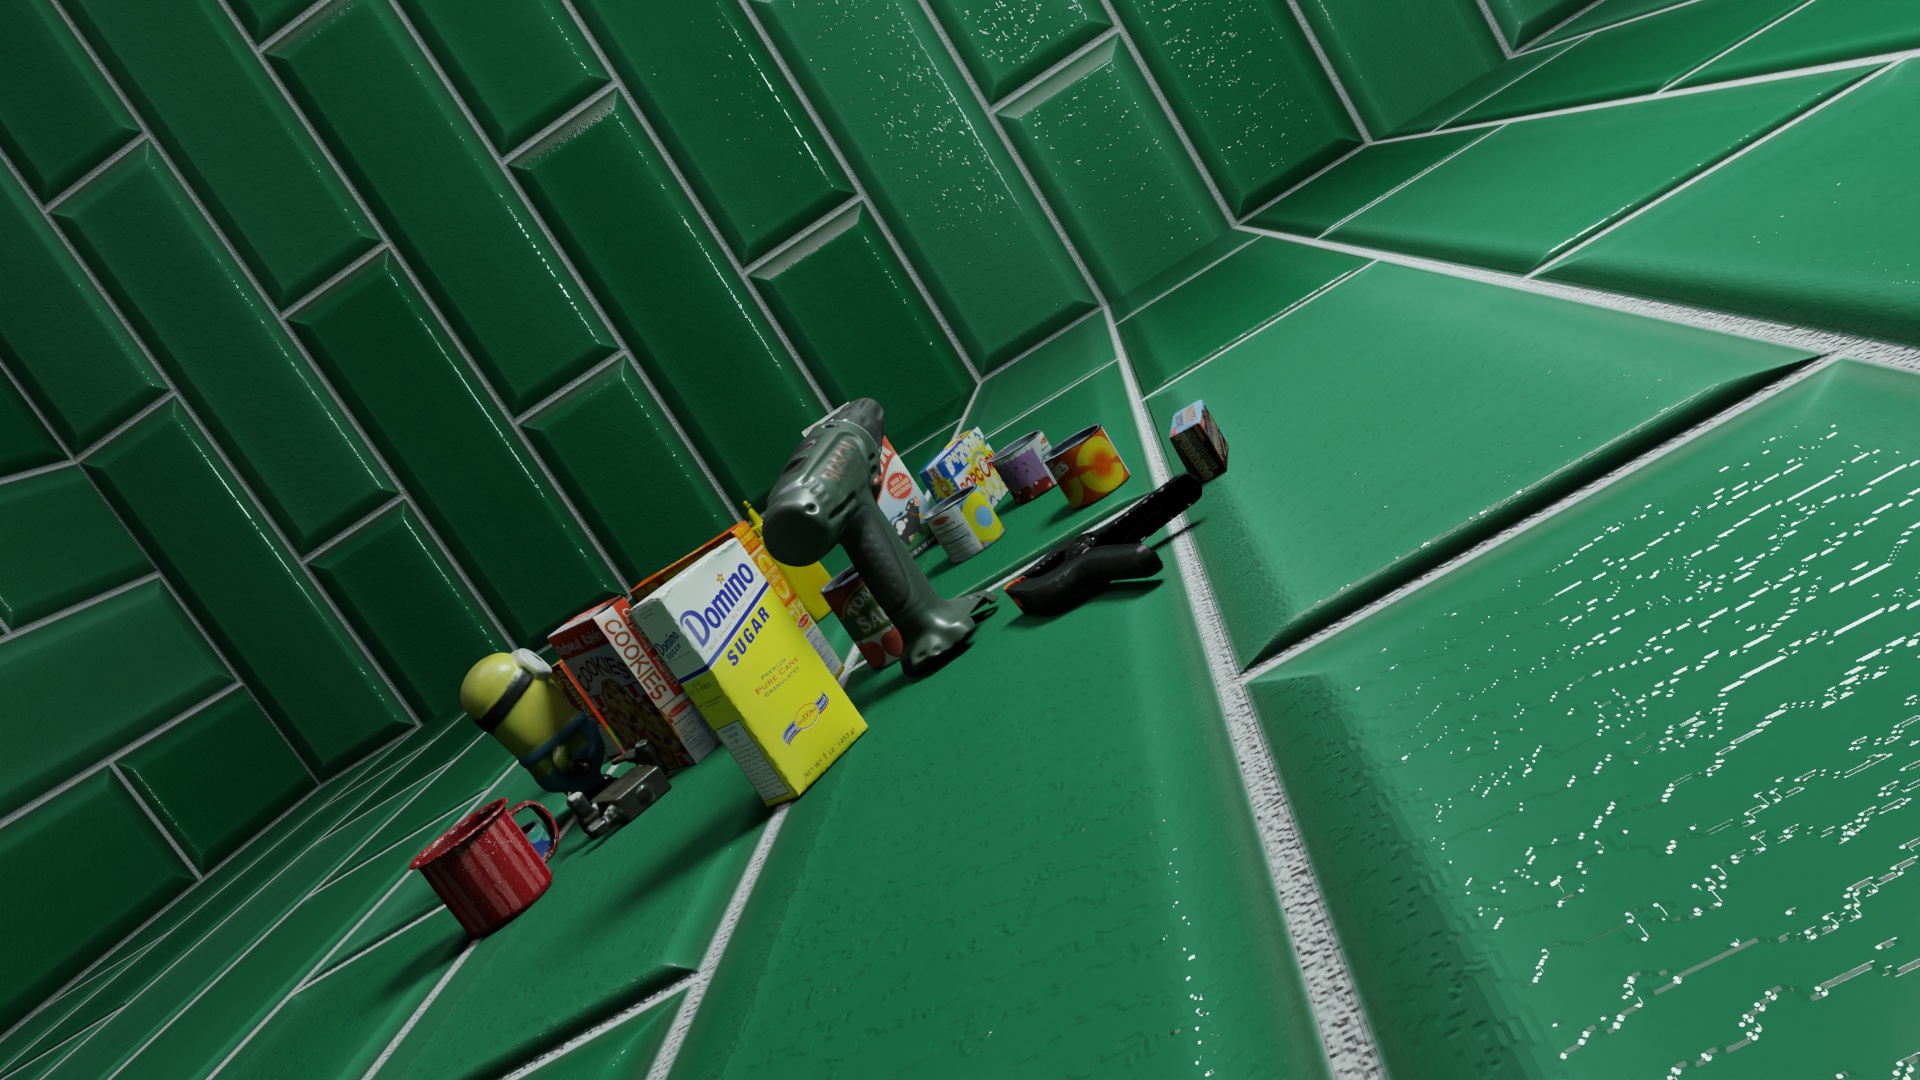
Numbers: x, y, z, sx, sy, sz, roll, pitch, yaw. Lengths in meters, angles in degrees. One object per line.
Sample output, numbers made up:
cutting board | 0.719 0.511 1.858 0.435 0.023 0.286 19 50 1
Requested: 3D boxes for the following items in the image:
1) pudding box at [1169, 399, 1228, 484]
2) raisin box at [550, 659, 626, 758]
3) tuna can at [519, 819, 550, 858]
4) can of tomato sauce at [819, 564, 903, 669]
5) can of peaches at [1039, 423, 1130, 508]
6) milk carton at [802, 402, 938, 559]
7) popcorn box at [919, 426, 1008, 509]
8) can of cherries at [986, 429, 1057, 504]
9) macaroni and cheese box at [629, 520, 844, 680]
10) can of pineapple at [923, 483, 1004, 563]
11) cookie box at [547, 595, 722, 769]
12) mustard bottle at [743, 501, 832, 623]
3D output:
pudding box | 0.200 -0.083 1.166 0.030 0.049 0.084 -29 10 19
raisin box | -0.393 0.169 1.563 0.040 0.123 0.086 -23 14 47
tuna can | -0.409 0.291 1.276 0.071 0.033 0.071 -31 10 6
can of tomato sauce | -0.072 0.061 1.209 0.071 0.083 0.071 -32 9 6
can of peaches | 0.119 -0.070 1.331 0.071 0.058 0.071 -31 9 6
milk carton | -0.105 -0.064 1.614 0.072 0.190 0.073 -36 10 -23
popcorn box | 0.008 -0.071 1.608 0.038 0.085 0.127 -28 11 28
can of cherries | 0.073 -0.080 1.526 0.071 0.058 0.071 -31 9 6
macaroni and cheese box | -0.204 0.082 1.270 0.123 0.166 0.040 -30 10 18
can of pineapple | 0.005 -0.018 1.435 0.071 0.058 0.071 -31 9 6
cookie box | -0.310 0.139 1.319 0.040 0.167 0.122 -39 12 -37
mustard bottle | -0.203 0.021 1.591 0.048 0.160 0.065 -24 13 43
